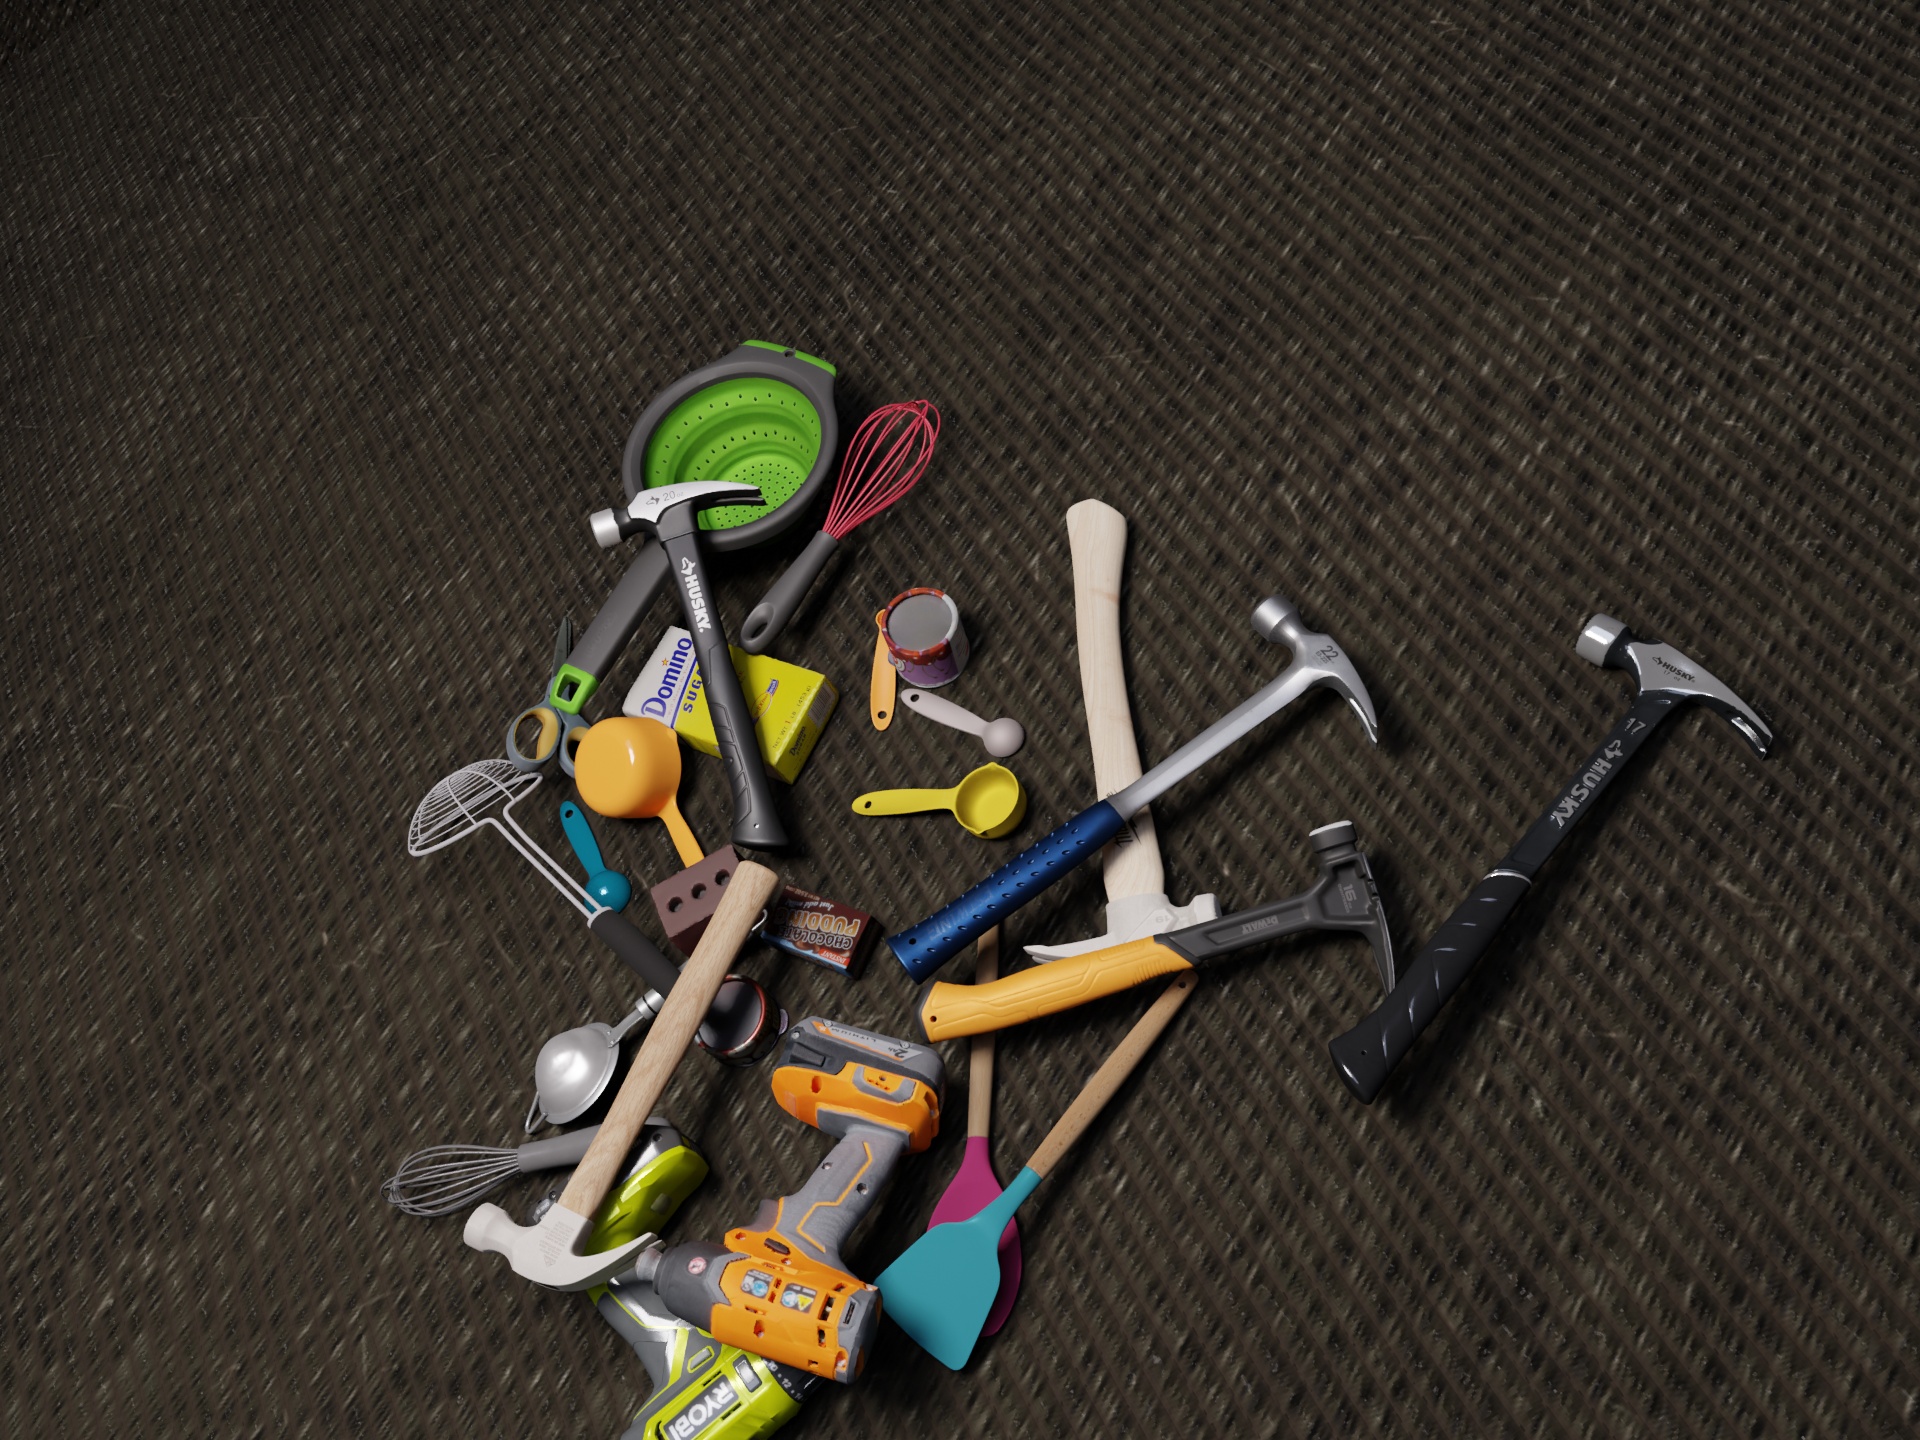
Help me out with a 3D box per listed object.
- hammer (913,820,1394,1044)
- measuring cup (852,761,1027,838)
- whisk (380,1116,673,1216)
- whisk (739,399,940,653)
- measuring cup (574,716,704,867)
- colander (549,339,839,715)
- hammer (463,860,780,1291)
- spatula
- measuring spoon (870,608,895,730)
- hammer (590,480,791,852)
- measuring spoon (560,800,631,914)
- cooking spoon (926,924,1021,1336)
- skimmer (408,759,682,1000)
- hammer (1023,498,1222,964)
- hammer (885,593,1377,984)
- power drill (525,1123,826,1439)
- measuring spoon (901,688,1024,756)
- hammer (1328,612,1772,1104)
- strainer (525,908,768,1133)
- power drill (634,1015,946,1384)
[{"bbox_3d":[0.132,0.176,1.119,0.337,0.034,0.127,-17,79,6],"label":"hammer"},{"bbox_3d":[-0.017,0.070,1.283,0.156,0.029,0.062,-4,60,31],"label":"measuring cup"},{"bbox_3d":[-0.335,0.341,1.229,0.239,0.055,0.055,-14,58,7],"label":"whisk"},{"bbox_3d":[-0.107,-0.175,1.411,0.073,0.073,0.296,22,67,29],"label":"whisk"},{"bbox_3d":[-0.265,0.072,1.334,0.095,0.052,0.174,-46,63,25],"label":"measuring cup"},{"bbox_3d":[-0.237,-0.158,1.437,0.205,0.094,0.397,22,71,23],"label":"colander"},{"bbox_3d":[-0.219,0.250,1.152,0.130,0.031,0.331,18,66,20],"label":"hammer"},{"bbox_3d":[0.067,0.297,1.110,0.082,0.044,0.317,35,70,22],"label":"spatula"},{"bbox_3d":[-0.065,-0.043,1.368,0.021,0.011,0.117,-1,64,6],"label":"measuring spoon"},{"bbox_3d":[-0.197,-0.048,1.318,0.146,0.035,0.335,-18,73,-1],"label":"hammer"},{"bbox_3d":[-0.321,0.114,1.362,0.042,0.021,0.129,-34,57,-1],"label":"measuring spoon"},{"bbox_3d":[0.015,0.277,1.152,0.069,0.017,0.319,0,62,7],"label":"cooking spoon"},{"bbox_3d":[-0.327,0.144,1.311,0.127,0.090,0.364,-37,56,-28],"label":"skimmer"},{"bbox_3d":[0.110,-0.002,1.265,0.146,0.038,0.411,-13,58,14],"label":"hammer"},{"bbox_3d":[0.125,0.065,1.170,0.405,0.035,0.144,-35,57,-9],"label":"hammer"},{"bbox_3d":[-0.187,0.402,1.122,0.190,0.080,0.229,-38,59,-8],"label":"power drill"},{"bbox_3d":[-0.002,-0.004,1.316,0.124,0.018,0.034,23,72,30],"label":"measuring spoon"},{"bbox_3d":[0.388,0.099,1.083,0.149,0.036,0.409,35,71,30],"label":"hammer"},{"bbox_3d":[-0.255,0.230,1.255,0.258,0.050,0.087,-39,37,-3],"label":"strainer"},{"bbox_3d":[-0.110,0.319,1.086,0.164,0.084,0.227,13,48,11],"label":"power drill"}]
